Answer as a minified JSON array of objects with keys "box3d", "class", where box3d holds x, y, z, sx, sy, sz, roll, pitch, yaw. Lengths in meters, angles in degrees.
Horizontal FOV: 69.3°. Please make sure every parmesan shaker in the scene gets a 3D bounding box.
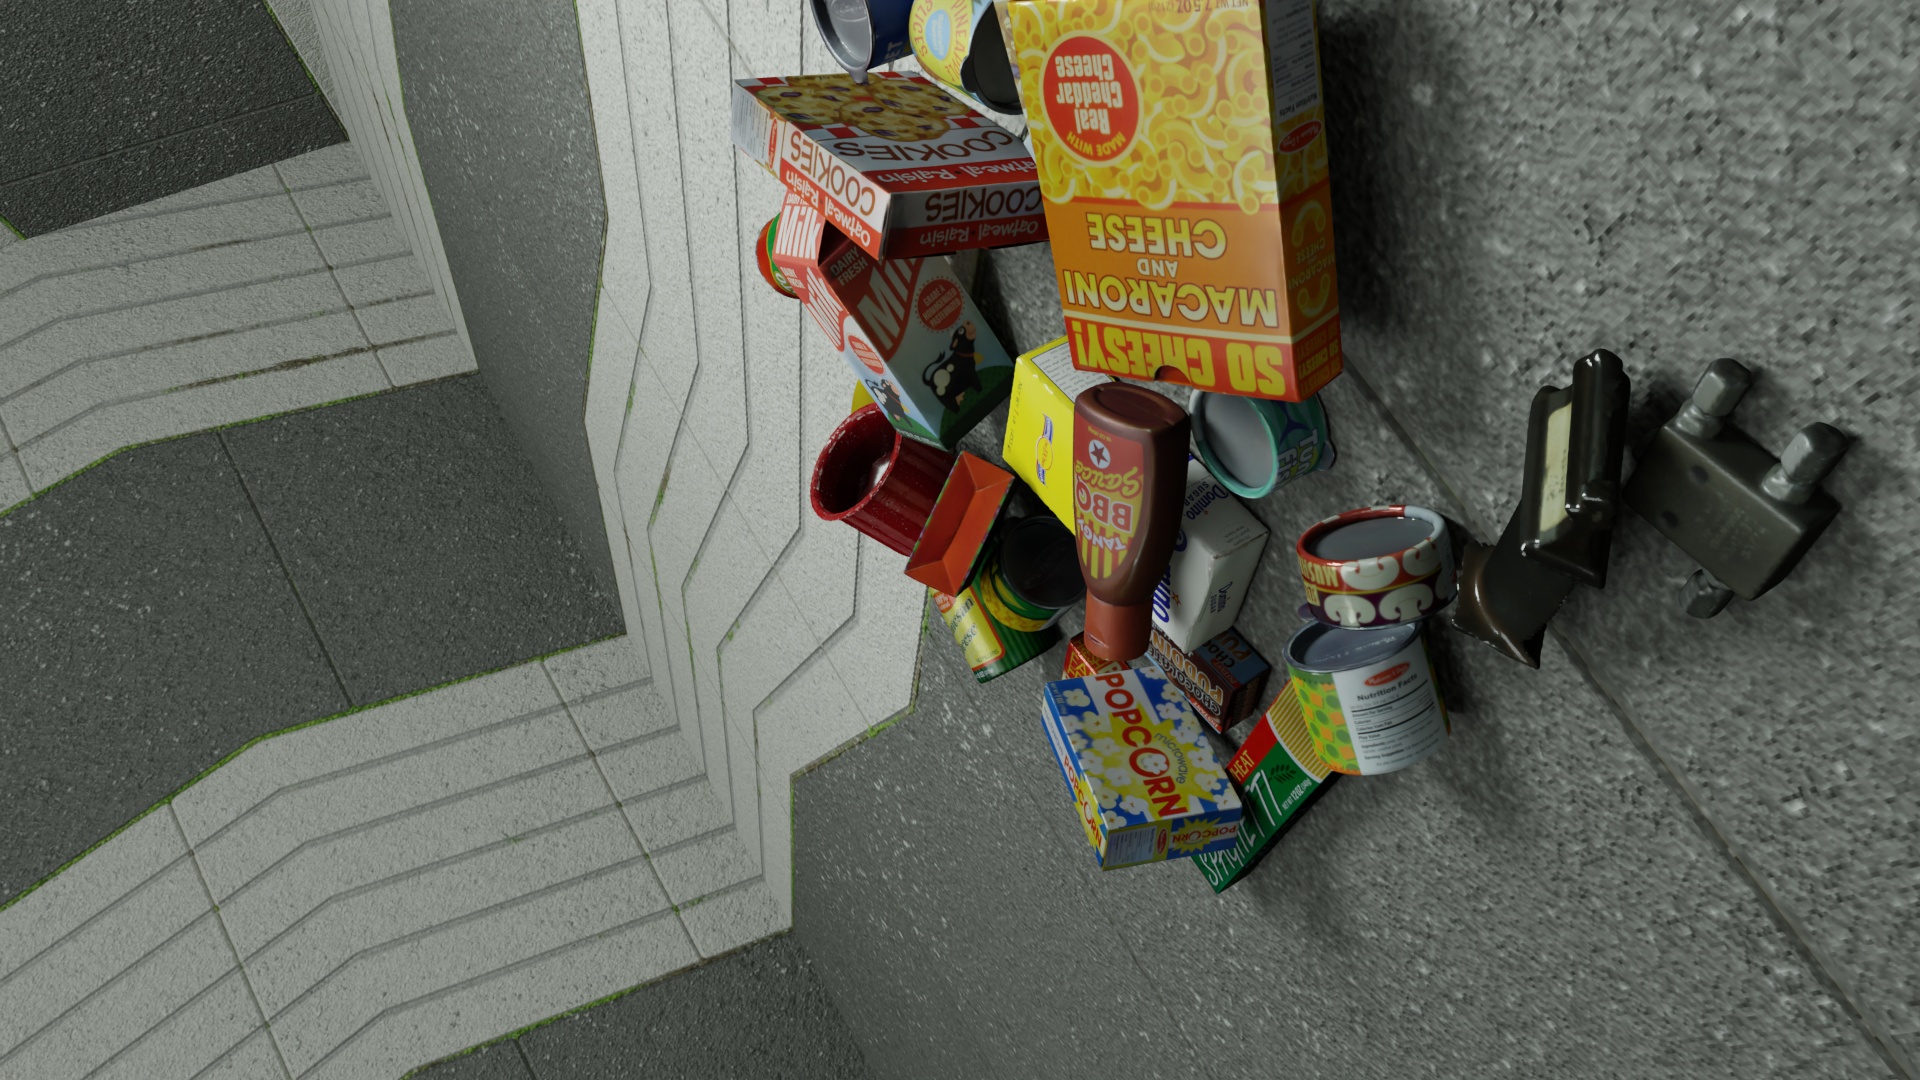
[{"box3d":[0.020,0.045,1.018,0.103,0.071,0.071,62,158,3],"class":"parmesan shaker"}]

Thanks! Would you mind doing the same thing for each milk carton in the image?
[{"box3d":[-0.049,-0.153,0.868,0.190,0.073,0.072,54,165,-29],"class":"milk carton"}]

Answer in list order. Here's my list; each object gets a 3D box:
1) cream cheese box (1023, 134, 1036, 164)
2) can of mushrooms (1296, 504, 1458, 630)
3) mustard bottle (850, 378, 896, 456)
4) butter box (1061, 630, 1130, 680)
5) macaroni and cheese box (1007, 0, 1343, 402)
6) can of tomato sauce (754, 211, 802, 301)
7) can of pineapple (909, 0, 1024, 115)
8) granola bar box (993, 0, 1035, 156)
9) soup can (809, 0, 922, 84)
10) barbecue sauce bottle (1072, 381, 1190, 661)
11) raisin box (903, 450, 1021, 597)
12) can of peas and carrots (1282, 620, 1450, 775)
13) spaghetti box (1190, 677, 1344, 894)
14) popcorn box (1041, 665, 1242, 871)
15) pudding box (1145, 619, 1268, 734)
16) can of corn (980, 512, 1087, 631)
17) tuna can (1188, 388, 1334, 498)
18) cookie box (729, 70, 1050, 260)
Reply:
[{"box3d":[0.075,-0.177,0.708,0.104,0.024,0.053,60,156,7],"class":"cream cheese box"},{"box3d":[0.183,0.012,0.618,0.071,0.071,0.033,19,130,60],"class":"can of mushrooms"},{"box3d":[-0.050,-0.101,1.032,0.065,0.049,0.159,52,154,24],"class":"mustard bottle"},{"box3d":[0.110,0.113,0.951,0.104,0.024,0.052,50,155,29],"class":"butter box"},{"box3d":[0.089,-0.145,0.576,0.124,0.040,0.165,15,128,43],"class":"macaroni and cheese box"},{"box3d":[-0.105,-0.213,1.004,0.083,0.071,0.071,-7,108,66],"class":"can of tomato sauce"},{"box3d":[0.014,-0.254,0.695,0.058,0.071,0.070,42,150,42],"class":"can of pineapple"},{"box3d":[0.074,-0.225,0.603,0.124,0.039,0.165,7,122,48],"class":"granola bar box"},{"box3d":[-0.028,-0.288,0.731,0.071,0.084,0.071,48,153,34],"class":"soup can"},{"box3d":[0.087,-0.006,0.733,0.065,0.044,0.147,33,135,43],"class":"barbecue sauce bottle"},{"box3d":[0.003,-0.011,0.903,0.040,0.086,0.123,25,-176,4],"class":"raisin box"},{"box3d":[0.194,0.070,0.666,0.071,0.071,0.058,12,126,62],"class":"can of peas and carrots"},{"box3d":[0.182,0.147,0.824,0.050,0.029,0.248,55,156,23],"class":"spaghetti box"},{"box3d":[0.108,0.135,0.848,0.127,0.085,0.038,-112,20,-49],"class":"popcorn box"},{"box3d":[0.141,0.067,0.824,0.084,0.030,0.049,49,155,31],"class":"pudding box"},{"box3d":[0.049,0.020,0.924,0.071,0.071,0.058,59,158,11],"class":"can of corn"},{"box3d":[0.146,-0.054,0.676,0.071,0.033,0.070,48,153,34],"class":"tuna can"},{"box3d":[-0.035,-0.212,0.772,0.168,0.123,0.040,44,136,38],"class":"cookie box"}]
